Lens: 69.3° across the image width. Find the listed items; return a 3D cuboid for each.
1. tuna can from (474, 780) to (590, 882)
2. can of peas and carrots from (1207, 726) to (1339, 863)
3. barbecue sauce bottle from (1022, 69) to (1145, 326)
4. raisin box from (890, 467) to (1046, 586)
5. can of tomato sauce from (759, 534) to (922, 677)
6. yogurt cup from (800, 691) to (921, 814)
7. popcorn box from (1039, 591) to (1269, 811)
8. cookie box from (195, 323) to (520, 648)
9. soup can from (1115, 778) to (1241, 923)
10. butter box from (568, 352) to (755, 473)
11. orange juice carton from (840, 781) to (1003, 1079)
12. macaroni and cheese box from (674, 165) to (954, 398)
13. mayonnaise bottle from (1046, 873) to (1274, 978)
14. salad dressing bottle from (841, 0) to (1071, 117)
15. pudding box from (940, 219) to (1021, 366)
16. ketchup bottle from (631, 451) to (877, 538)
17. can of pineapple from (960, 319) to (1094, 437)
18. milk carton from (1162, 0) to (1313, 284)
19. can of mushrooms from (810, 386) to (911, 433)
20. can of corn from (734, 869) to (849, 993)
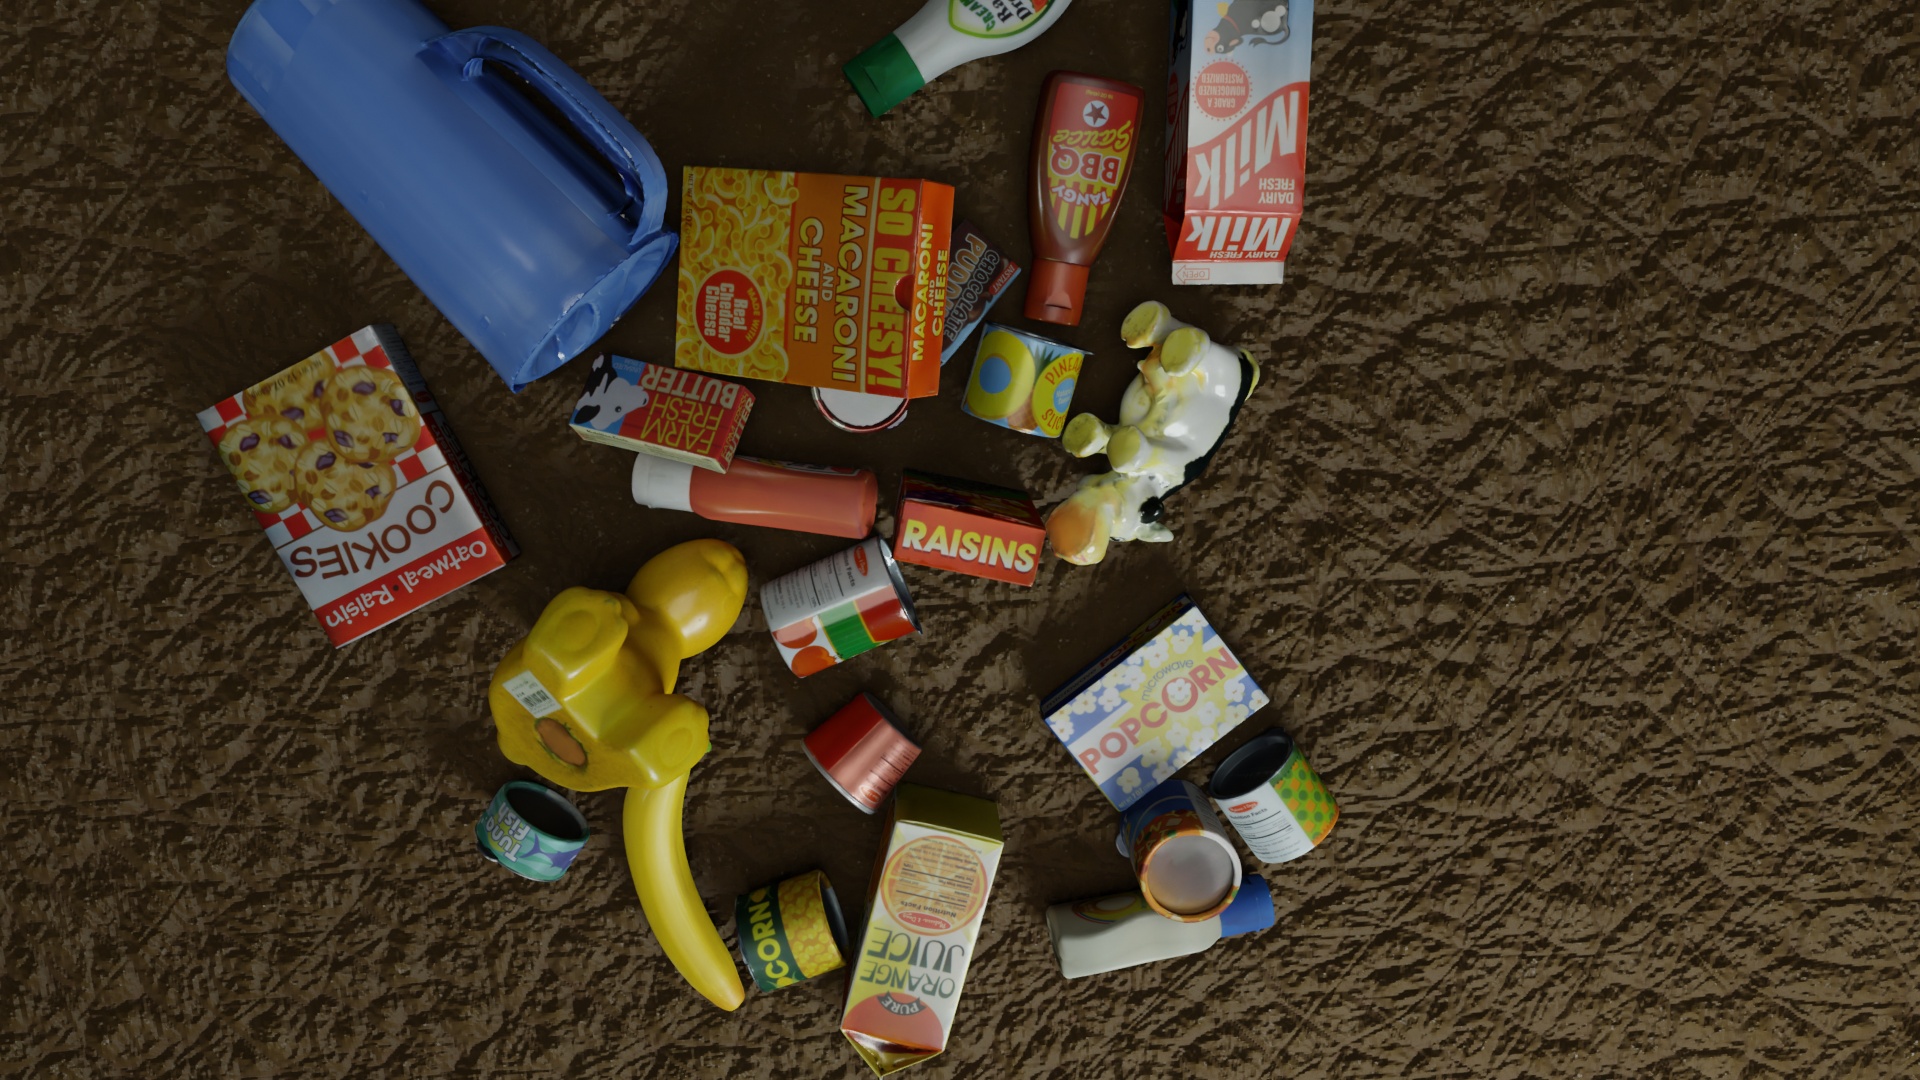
[{"bbox_3d":[-0.279,0.188,0.901,0.071,0.071,0.033,33,97,-8],"label":"tuna can"},{"bbox_3d":[0.209,0.169,0.922,0.071,0.071,0.058,-36,101,5],"label":"can of peas and carrots"},{"bbox_3d":[0.069,-0.208,0.854,0.065,0.044,0.148,8,101,-10],"label":"barbecue sauce bottle"},{"bbox_3d":[0.003,-0.011,0.848,0.086,0.123,0.040,12,101,-4],"label":"raisin box"},{"bbox_3d":[-0.076,0.044,0.885,0.083,0.071,0.071,-23,101,3],"label":"can of tomato sauce"},{"bbox_3d":[-0.062,0.136,0.905,0.054,0.072,0.072,-45,100,-2],"label":"yogurt cup"},{"bbox_3d":[0.127,0.107,0.919,0.126,0.038,0.085,-38,100,5],"label":"popcorn box"},{"bbox_3d":[-0.373,-0.033,0.871,0.123,0.040,0.167,-26,100,3],"label":"cookie box"},{"bbox_3d":[0.141,0.205,0.915,0.071,0.084,0.071,0,102,-2],"label":"soup can"},{"bbox_3d":[-0.183,-0.079,0.853,0.103,0.024,0.053,14,75,14],"label":"butter box"},{"bbox_3d":[-0.032,0.267,0.926,0.073,0.072,0.192,14,100,-5],"label":"orange juice carton"},{"bbox_3d":[-0.090,-0.154,0.820,0.166,0.040,0.123,10,103,26],"label":"macaroni and cheese box"},{"bbox_3d":[0.135,0.257,0.938,0.148,0.065,0.041,-11,98,-4],"label":"mayonnaise bottle"},{"bbox_3d":[-0.001,-0.309,0.831,0.147,0.044,0.064,-34,101,4],"label":"salad dressing bottle"},{"bbox_3d":[-0.008,-0.150,0.853,0.049,0.030,0.084,42,71,-9],"label":"pudding box"},{"bbox_3d":[-0.129,-0.031,0.872,0.149,0.065,0.043,7,90,5],"label":"ketchup bottle"},{"bbox_3d":[0.040,-0.100,0.861,0.071,0.071,0.057,15,101,-5],"label":"can of pineapple"},{"bbox_3d":[0.164,-0.250,0.834,0.072,0.073,0.190,-1,101,-2],"label":"milk carton"},{"bbox_3d":[-0.060,-0.099,0.874,0.071,0.033,0.071,-1,100,-3],"label":"can of mushrooms"},{"bbox_3d":[-0.111,0.259,0.921,0.058,0.071,0.071,-19,101,1],"label":"can of corn"}]
